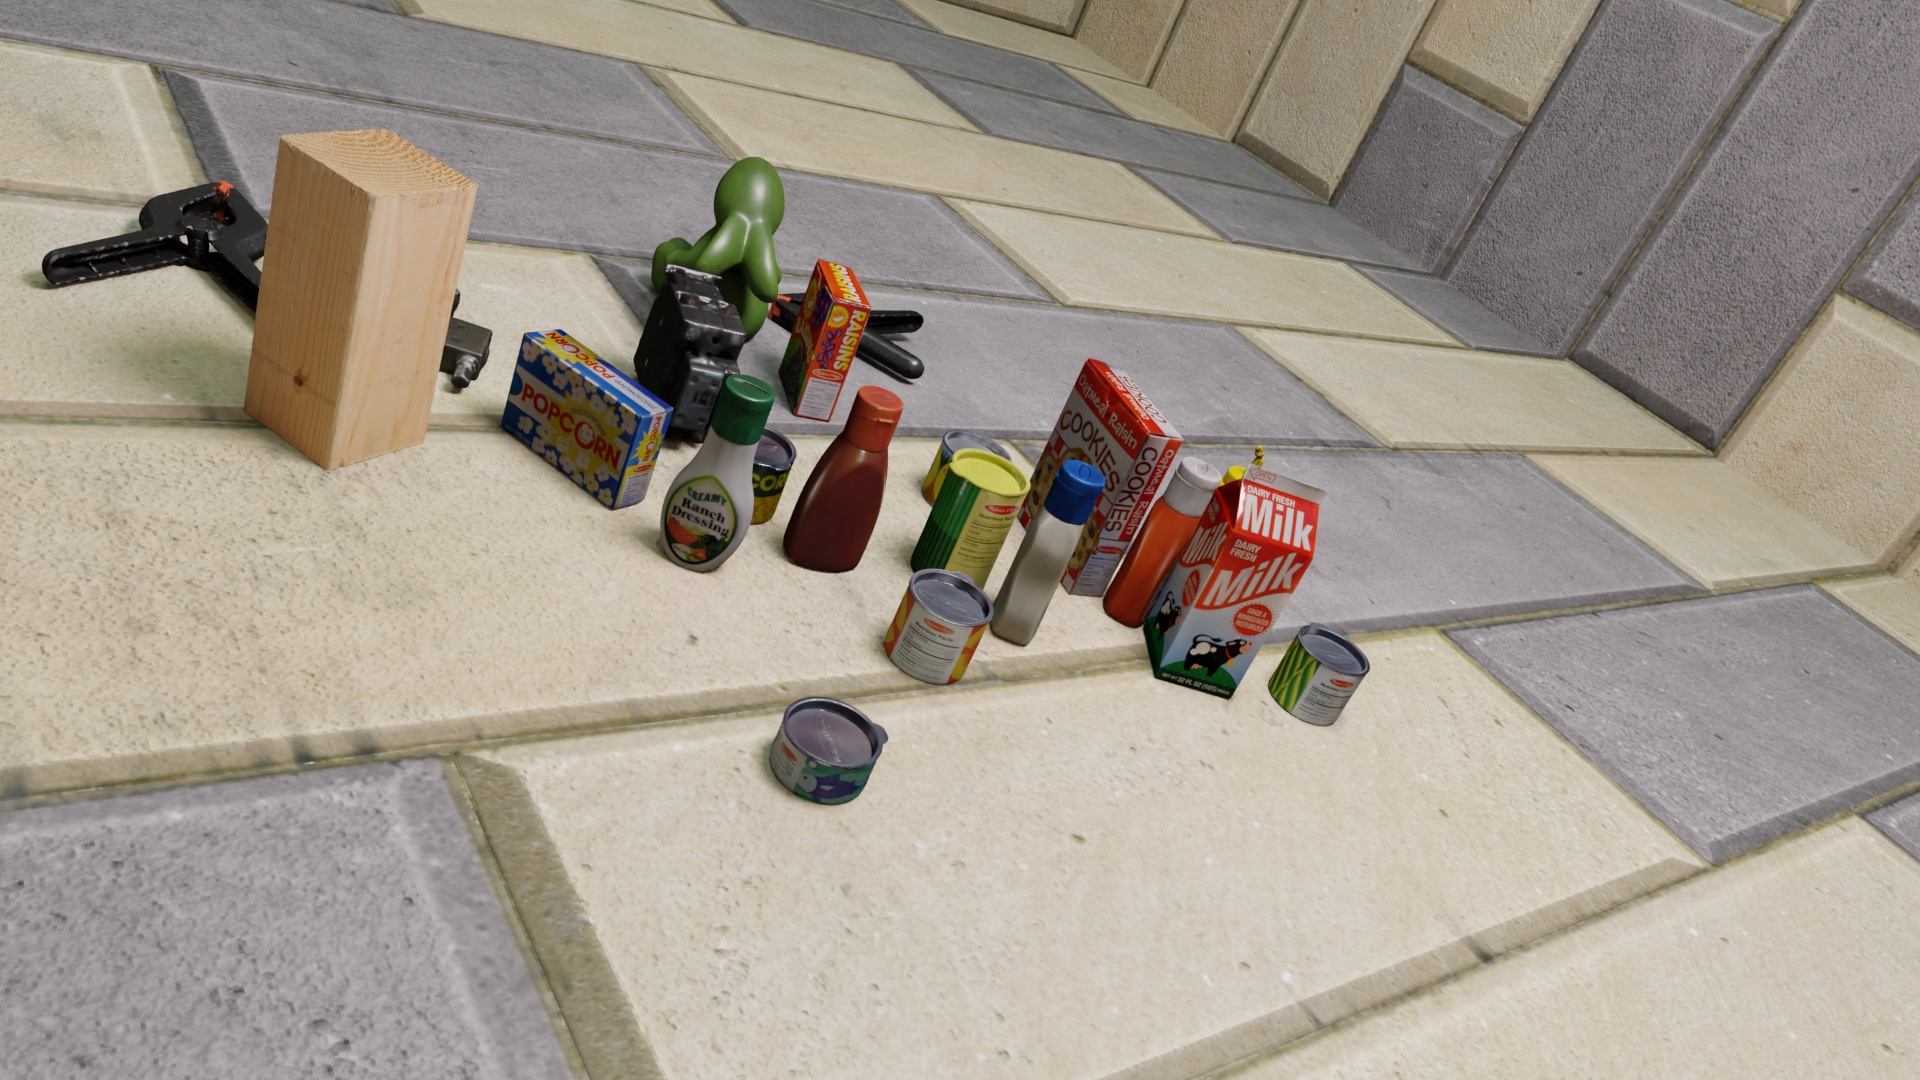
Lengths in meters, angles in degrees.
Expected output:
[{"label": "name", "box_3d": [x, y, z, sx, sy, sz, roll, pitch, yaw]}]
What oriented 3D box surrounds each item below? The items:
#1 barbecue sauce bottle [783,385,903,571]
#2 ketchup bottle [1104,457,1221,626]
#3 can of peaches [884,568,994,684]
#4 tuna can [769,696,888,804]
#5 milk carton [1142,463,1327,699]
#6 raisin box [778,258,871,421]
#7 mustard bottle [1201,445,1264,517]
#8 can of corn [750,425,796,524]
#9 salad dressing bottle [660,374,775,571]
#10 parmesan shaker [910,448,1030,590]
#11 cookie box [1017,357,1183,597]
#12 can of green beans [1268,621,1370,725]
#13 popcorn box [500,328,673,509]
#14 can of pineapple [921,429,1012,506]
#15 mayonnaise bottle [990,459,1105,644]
[{"label": "barbecue sauce bottle", "box_3d": [-0.085, -0.046, 1.060, 0.065, 0.147, 0.044, 6, 33, -31]}, {"label": "ketchup bottle", "box_3d": [0.171, 0.000, 1.176, 0.043, 0.148, 0.065, 28, 28, 7]}, {"label": "can of peaches", "box_3d": [-0.016, 0.063, 1.023, 0.071, 0.057, 0.071, 19, 29, -10]}, {"label": "tuna can", "box_3d": [-0.083, 0.133, 0.879, 0.071, 0.032, 0.071, 18, 29, -10]}, {"label": "milk carton", "box_3d": [0.222, 0.027, 1.124, 0.072, 0.189, 0.074, 18, 29, -12]}, {"label": "raisin box", "box_3d": [-0.128, -0.186, 1.290, 0.040, 0.122, 0.086, 10, 31, -25]}, {"label": "mustard bottle", "box_3d": [0.236, -0.015, 1.237, 0.049, 0.159, 0.065, 5, 33, -31]}, {"label": "can of corn", "box_3d": [-0.169, -0.053, 1.102, 0.071, 0.058, 0.071, 19, 29, -10]}, {"label": "salad dressing bottle", "box_3d": [-0.172, -0.048, 0.998, 0.064, 0.147, 0.044, 24, 28, -1]}, {"label": "parmesan shaker", "box_3d": [0.004, -0.014, 1.120, 0.071, 0.102, 0.071, 19, 29, -10]}, {"label": "cookie box", "box_3d": [0.116, -0.055, 1.206, 0.040, 0.166, 0.123, 7, 33, -30]}, {"label": "can of green beans", "box_3d": [0.303, 0.114, 1.177, 0.071, 0.057, 0.071, 19, 29, -10]}, {"label": "popcorn box", "box_3d": [-0.284, -0.093, 1.054, 0.127, 0.084, 0.038, 34, 30, 18]}, {"label": "can of pineapple", "box_3d": [0.005, -0.057, 1.242, 0.071, 0.057, 0.071, 19, 29, -10]}, {"label": "mayonnaise bottle", "box_3d": [0.068, 0.008, 1.085, 0.041, 0.147, 0.065, 22, 28, -3]}]
